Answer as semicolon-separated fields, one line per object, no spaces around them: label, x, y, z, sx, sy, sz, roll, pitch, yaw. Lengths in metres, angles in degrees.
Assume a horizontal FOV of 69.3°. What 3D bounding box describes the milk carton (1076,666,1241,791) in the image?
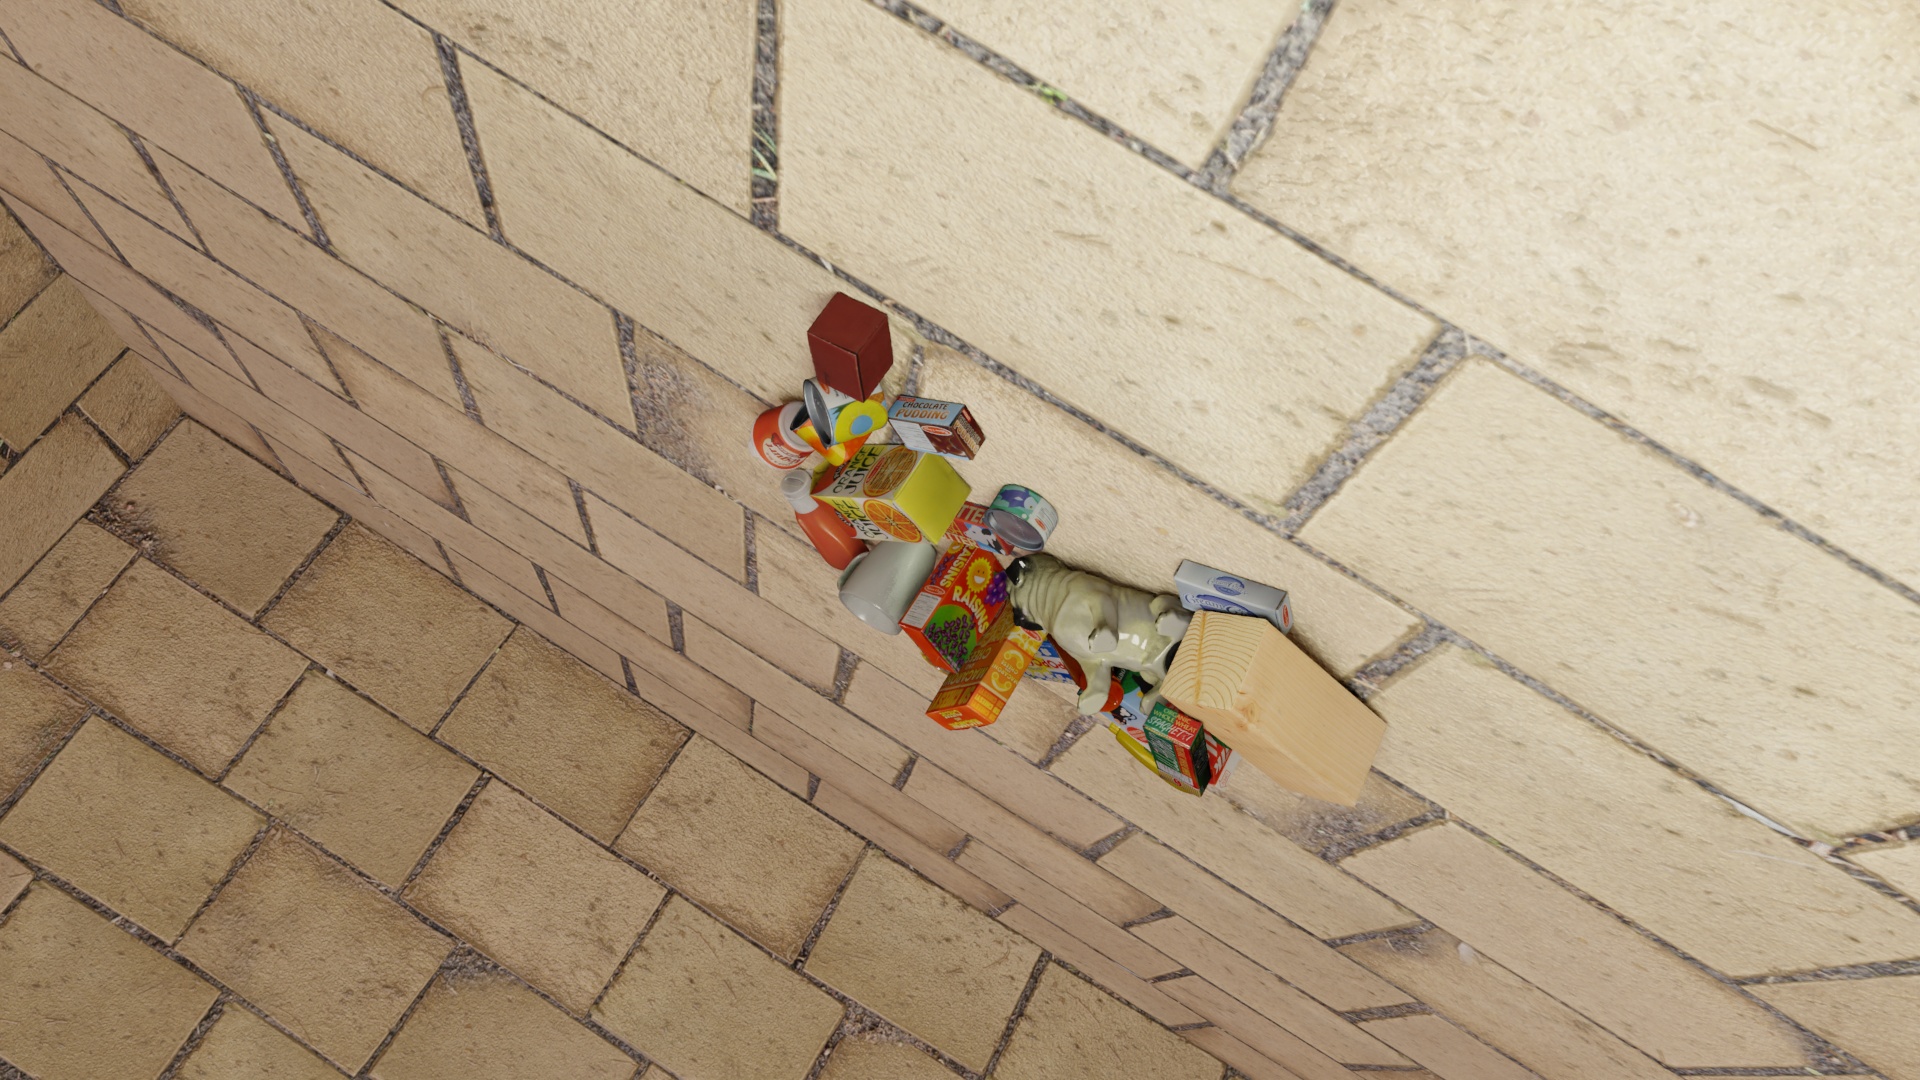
milk carton;0.229;0.190;1.505;0.190;0.072;0.073;37;157;-12

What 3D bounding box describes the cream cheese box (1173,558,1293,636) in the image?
cream cheese box;0.247;0.054;1.259;0.104;0.024;0.053;19;154;30

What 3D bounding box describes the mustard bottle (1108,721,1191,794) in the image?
mustard bottle;0.223;0.232;1.616;0.160;0.065;0.048;31;162;13

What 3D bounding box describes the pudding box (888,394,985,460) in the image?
pudding box;-0.023;-0.104;1.284;0.084;0.030;0.049;13;150;40

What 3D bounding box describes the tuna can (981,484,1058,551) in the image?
tuna can;0.057;-0.022;1.343;0.071;0.033;0.070;27;157;13

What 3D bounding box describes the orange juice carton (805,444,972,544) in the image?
orange juice carton;-0.085;-0.049;1.425;0.192;0.073;0.071;4;145;51

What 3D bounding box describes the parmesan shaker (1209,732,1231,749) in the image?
parmesan shaker;0.266;0.160;1.393;0.071;0.071;0.102;15;152;36

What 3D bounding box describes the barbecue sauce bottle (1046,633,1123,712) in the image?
barbecue sauce bottle;0.132;0.127;1.448;0.065;0.043;0.149;37;-169;-23

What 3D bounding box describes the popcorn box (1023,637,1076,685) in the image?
popcorn box;0.096;0.125;1.593;0.085;0.038;0.126;47;155;-28

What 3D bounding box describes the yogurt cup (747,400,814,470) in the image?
yogurt cup;-0.175;-0.111;1.432;0.072;0.073;0.053;41;149;-19

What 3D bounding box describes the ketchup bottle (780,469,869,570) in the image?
ketchup bottle;-0.162;-0.023;1.623;0.065;0.044;0.148;16;152;34

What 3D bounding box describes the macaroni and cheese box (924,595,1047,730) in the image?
macaroni and cheese box;0.039;0.124;1.494;0.040;0.167;0.123;37;158;-12

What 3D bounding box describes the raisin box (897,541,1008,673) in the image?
raisin box;-0.003;0.067;1.490;0.040;0.124;0.086;13;151;42

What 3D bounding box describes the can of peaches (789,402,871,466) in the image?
can of peaches;-0.121;-0.115;1.346;0.058;0.071;0.071;41;157;-20

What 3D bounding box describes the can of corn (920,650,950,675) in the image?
can of corn;-0.007;0.132;1.719;0.071;0.058;0.071;28;158;13

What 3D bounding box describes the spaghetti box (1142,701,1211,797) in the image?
spaghetti box;0.216;0.210;1.371;0.050;0.029;0.249;25;166;20

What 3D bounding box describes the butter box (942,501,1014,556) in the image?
butter box;0.005;-0.018;1.434;0.103;0.024;0.053;16;154;35

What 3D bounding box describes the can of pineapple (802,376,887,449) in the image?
can of pineapple;-0.106;-0.125;1.280;0.071;0.058;0.070;55;157;37
